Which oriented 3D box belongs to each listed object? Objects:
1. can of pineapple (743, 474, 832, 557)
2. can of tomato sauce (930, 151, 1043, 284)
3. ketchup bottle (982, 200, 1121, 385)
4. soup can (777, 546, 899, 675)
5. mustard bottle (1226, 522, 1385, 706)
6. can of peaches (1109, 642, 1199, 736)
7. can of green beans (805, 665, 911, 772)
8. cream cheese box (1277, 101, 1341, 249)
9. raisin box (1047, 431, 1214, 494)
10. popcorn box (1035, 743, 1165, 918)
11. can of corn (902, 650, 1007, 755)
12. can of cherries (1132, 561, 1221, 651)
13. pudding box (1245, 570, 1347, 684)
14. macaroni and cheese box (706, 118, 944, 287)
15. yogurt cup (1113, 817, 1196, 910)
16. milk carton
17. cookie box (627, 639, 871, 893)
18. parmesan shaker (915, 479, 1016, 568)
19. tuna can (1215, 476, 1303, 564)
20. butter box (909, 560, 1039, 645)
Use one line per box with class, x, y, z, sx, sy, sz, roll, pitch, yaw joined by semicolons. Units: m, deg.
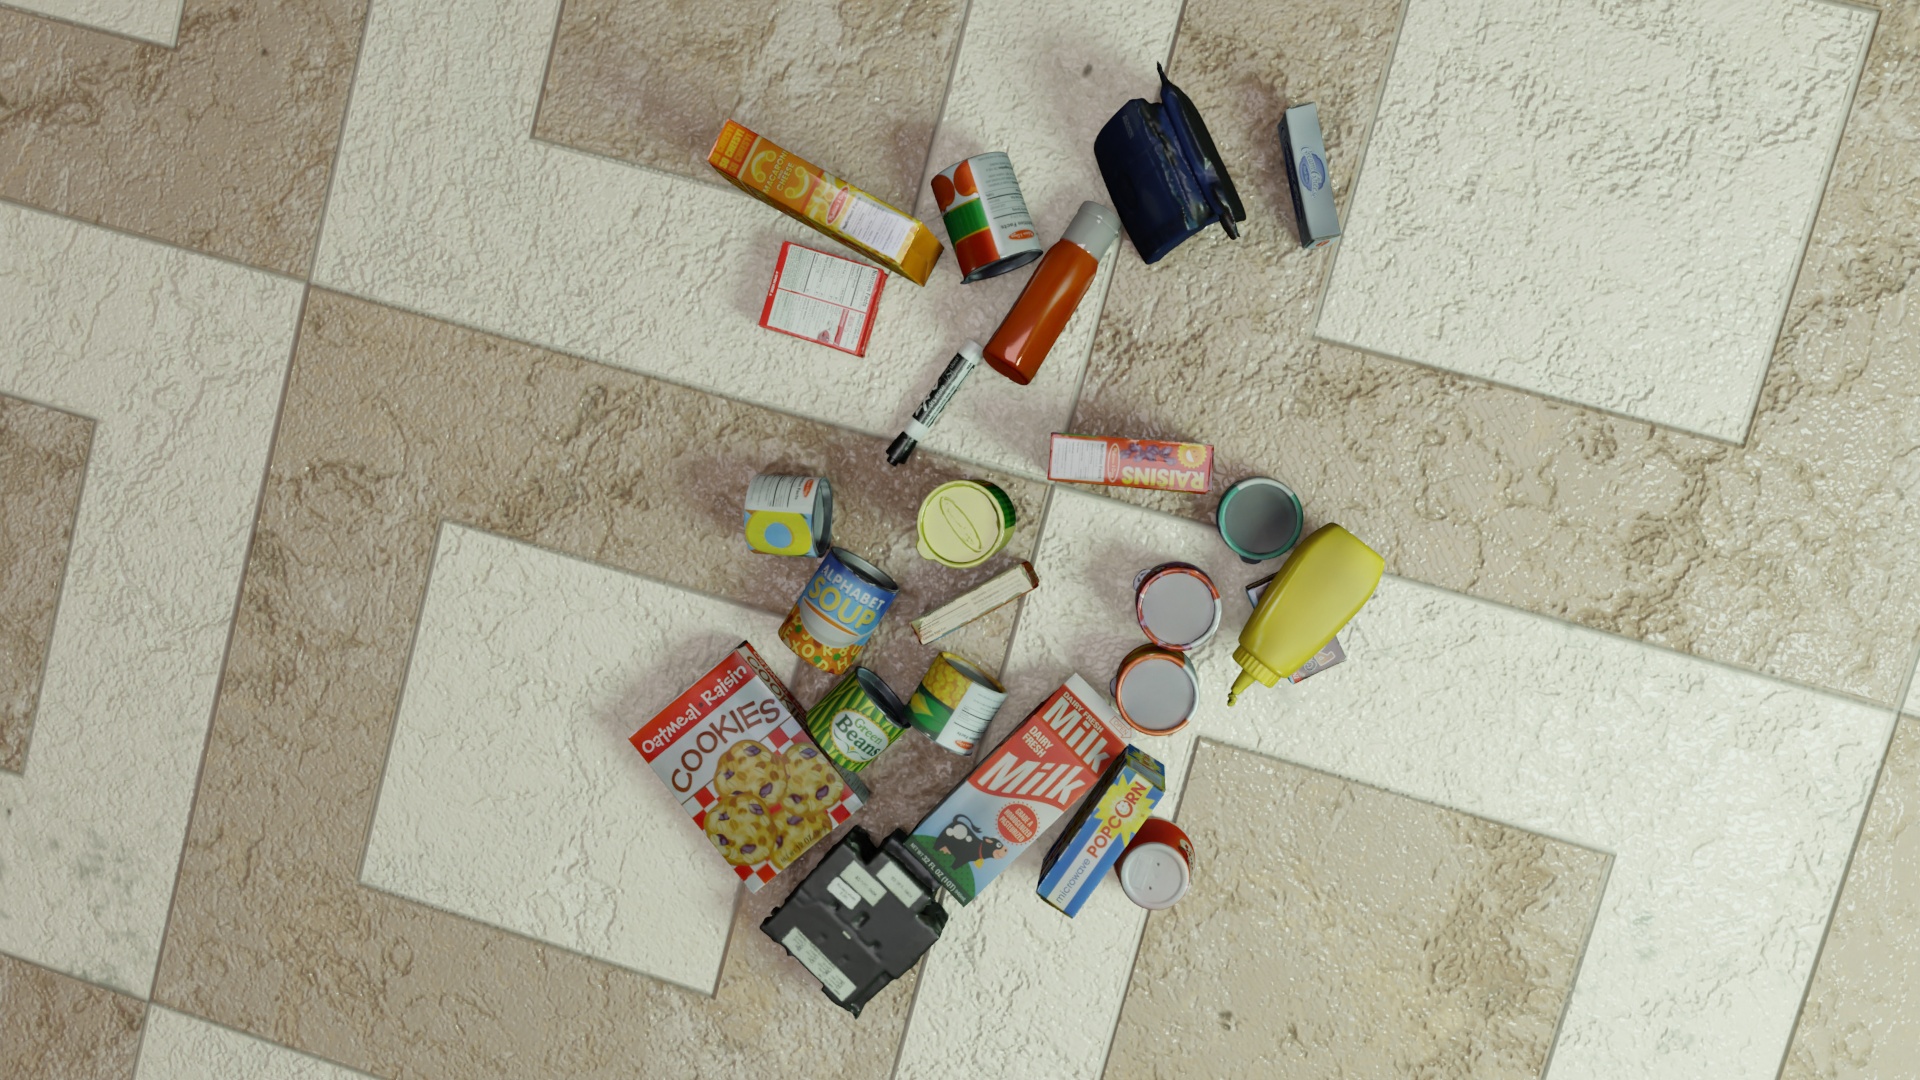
can of pineapple;-0.138;-0.019;1.125;0.058;0.071;0.071;3;94;8
can of tomato sauce;0.019;-0.253;1.092;0.071;0.071;0.083;-19;90;8
ketchup bottle;0.074;-0.195;1.092;0.043;0.064;0.149;32;88;10
soup can;-0.099;0.057;1.120;0.071;0.071;0.083;33;97;4
mustard bottle;0.251;0.062;1.056;0.065;0.049;0.160;39;97;4
can of peaches;0.153;0.118;1.099;0.071;0.058;0.071;0;94;7
can of green beans;-0.083;0.145;1.126;0.058;0.071;0.071;-43;88;8
cream cheese box;0.267;-0.278;1.065;0.024;0.053;0.103;-12;92;6
raisin box;0.132;-0.060;1.078;0.123;0.086;0.040;5;93;7
popcorn box;0.111;0.227;1.096;0.038;0.085;0.126;35;97;5
can of corn;-0.006;0.129;1.117;0.071;0.071;0.058;32;96;4
can of cherries;0.168;0.050;1.093;0.071;0.058;0.071;0;94;7
pudding box;0.264;0.065;1.096;0.049;0.030;0.083;-25;90;8
macaroni and cheese box;-0.101;-0.258;1.077;0.166;0.124;0.040;29;96;5
yogurt cup;0.155;0.261;1.109;0.072;0.054;0.072;0;93;8
milk carton;0.049;0.195;1.108;0.072;0.073;0.190;45;97;5
cookie box;-0.175;0.187;1.154;0.123;0.040;0.167;-39;89;7
parmesan shaker;0.004;-0.014;1.088;0.071;0.103;0.071;0;93;7
tuna can;0.235;-0.015;1.094;0.071;0.033;0.071;0;93;7
butter box;0.013;0.050;1.116;0.103;0.053;0.024;-28;87;7
